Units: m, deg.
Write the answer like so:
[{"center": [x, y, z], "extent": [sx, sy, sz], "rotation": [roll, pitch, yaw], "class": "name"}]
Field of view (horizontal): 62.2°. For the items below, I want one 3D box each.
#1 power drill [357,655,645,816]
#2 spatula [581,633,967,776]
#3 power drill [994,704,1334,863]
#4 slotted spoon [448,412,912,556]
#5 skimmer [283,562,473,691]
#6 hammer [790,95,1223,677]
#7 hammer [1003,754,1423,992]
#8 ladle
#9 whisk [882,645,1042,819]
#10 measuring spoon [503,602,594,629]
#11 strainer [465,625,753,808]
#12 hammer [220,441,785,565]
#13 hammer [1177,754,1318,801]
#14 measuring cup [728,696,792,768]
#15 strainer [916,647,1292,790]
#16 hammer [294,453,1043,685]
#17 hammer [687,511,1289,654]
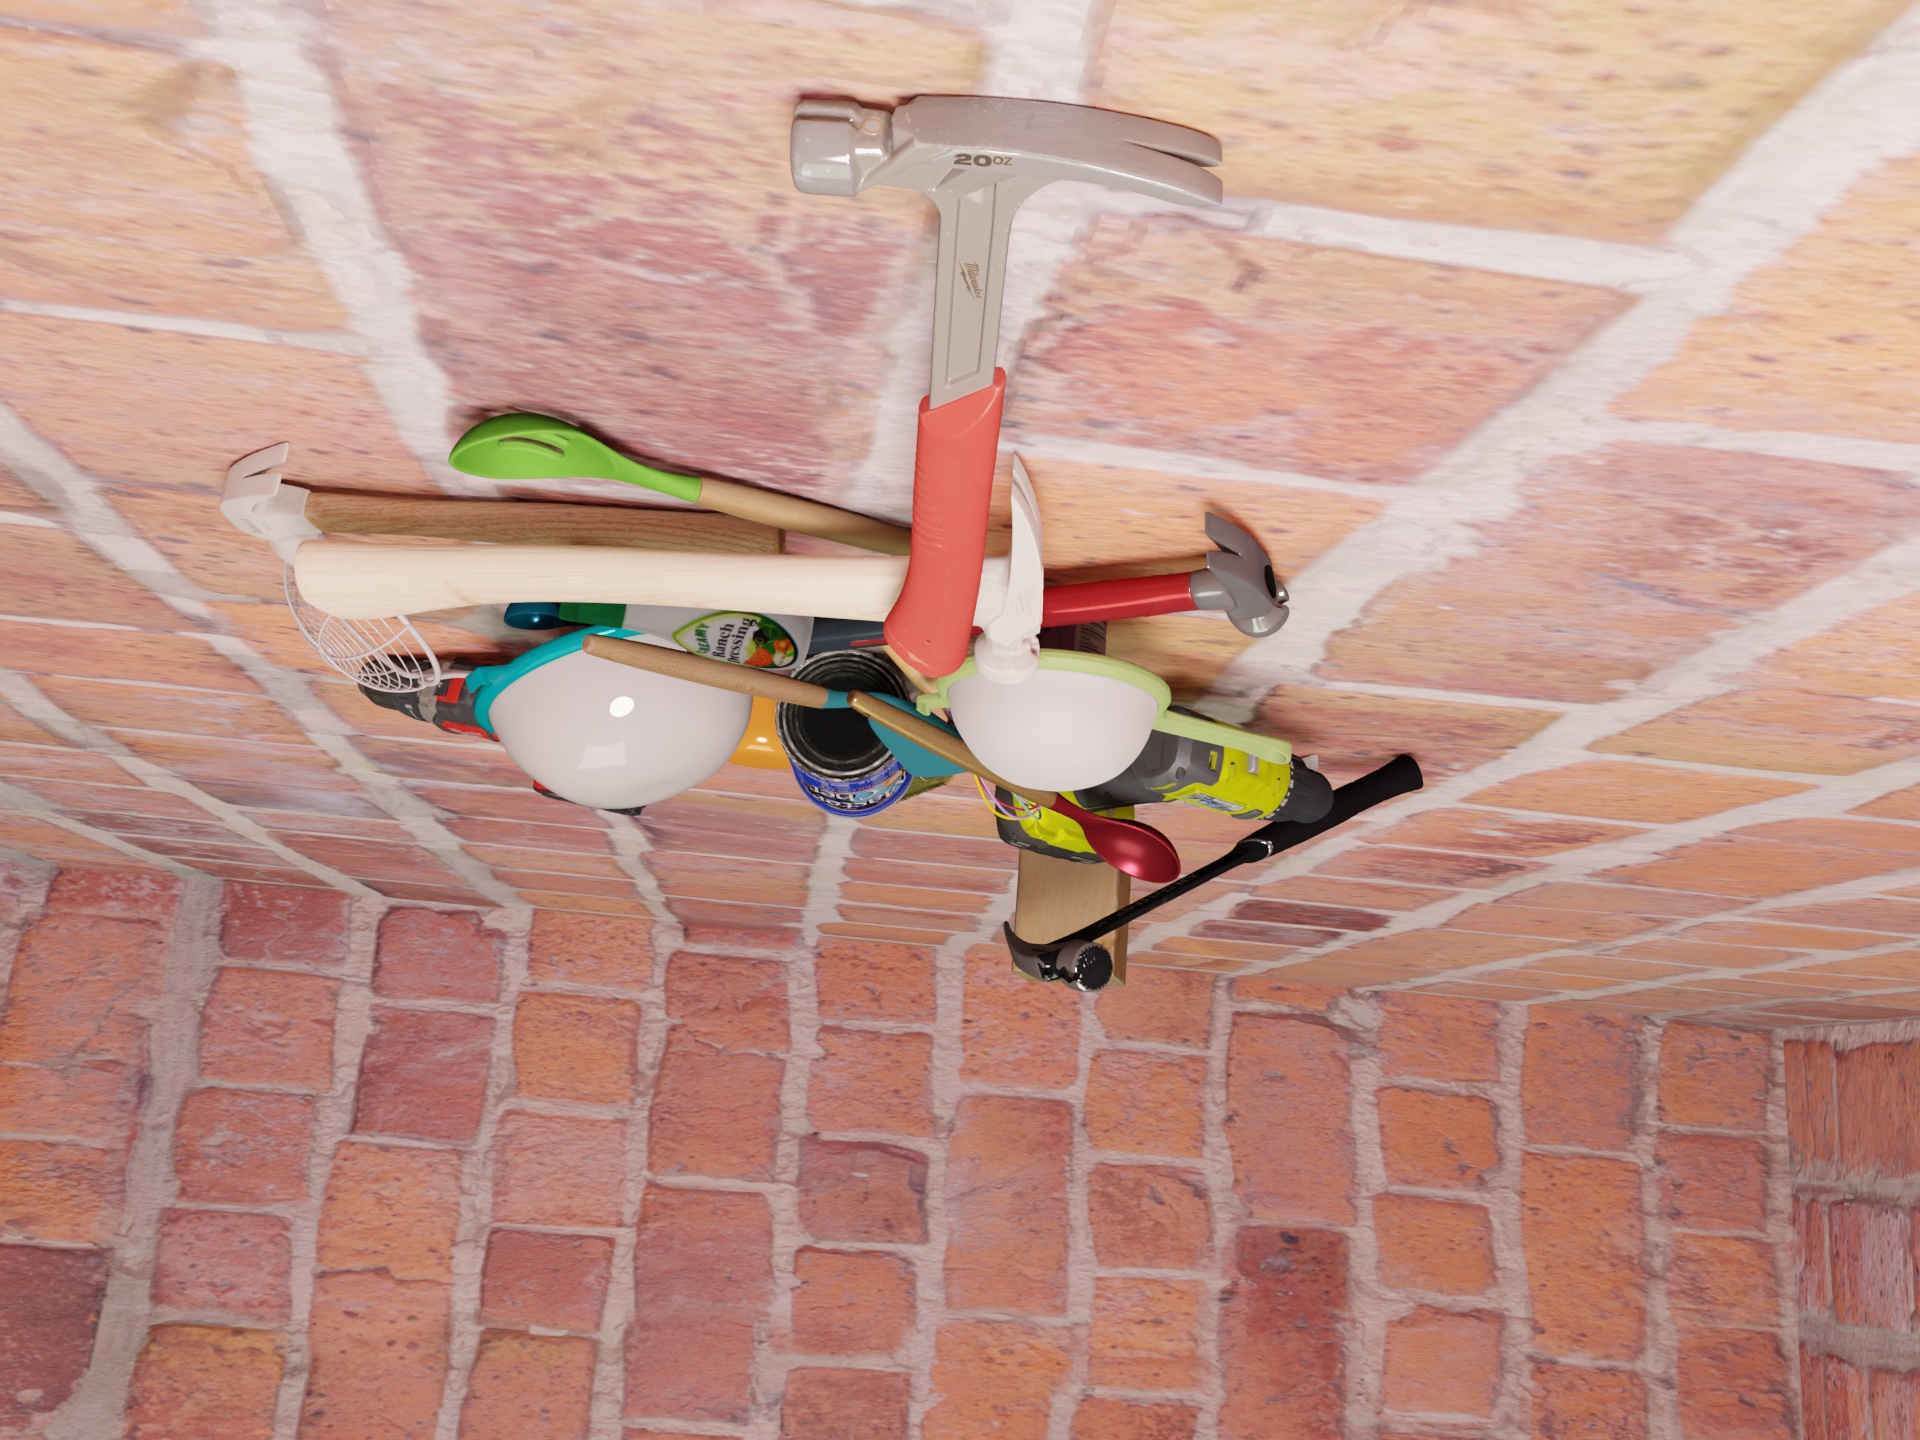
[{"center": [-0.377, 0.004, 1.345], "extent": [0.188, 0.080, 0.226], "rotation": [10, 166, 25], "class": "power drill"}, {"center": [-0.110, -0.010, 1.044], "extent": [0.082, 0.044, 0.317], "rotation": [-10, 163, 43], "class": "spatula"}, {"center": [0.156, 0.056, 1.238], "extent": [0.190, 0.080, 0.228], "rotation": [18, 157, -38], "class": "power drill"}, {"center": [-0.124, -0.122, 0.885], "extent": [0.313, 0.031, 0.070], "rotation": [11, 162, -30], "class": "slotted spoon"}, {"center": [-0.324, -0.059, 1.169], "extent": [0.127, 0.090, 0.363], "rotation": [22, -171, 34], "class": "skimmer"}, {"center": [0.008, -0.119, 0.694], "extent": [0.149, 0.037, 0.358], "rotation": [6, 153, 0], "class": "hammer"}, {"center": [0.215, 0.112, 1.267], "extent": [0.409, 0.036, 0.149], "rotation": [-23, -171, -26], "class": "hammer"}, {"center": [0.043, 0.047, 1.115], "extent": [0.315, 0.031, 0.069], "rotation": [28, 152, -34], "class": "ladle"}, {"center": [-0.003, -0.002, 1.127], "extent": [0.047, 0.051, 0.244], "rotation": [-22, 132, 23], "class": "whisk"}, {"center": [-0.256, -0.079, 1.123], "extent": [0.128, 0.021, 0.042], "rotation": [-2, 168, -13], "class": "measuring spoon"}, {"center": [-0.240, 0.029, 1.205], "extent": [0.211, 0.095, 0.340], "rotation": [-15, 163, -11], "class": "strainer"}, {"center": [-0.270, -0.118, 0.939], "extent": [0.331, 0.031, 0.130], "rotation": [4, 166, 3], "class": "hammer"}, {"center": [0.159, 0.006, 1.269], "extent": [0.144, 0.035, 0.405], "rotation": [-4, 163, 31], "class": "hammer"}, {"center": [-0.158, 0.023, 1.396], "extent": [0.095, 0.052, 0.173], "rotation": [0, 163, 18], "class": "measuring cup"}, {"center": [0.104, 0.019, 1.028], "extent": [0.256, 0.069, 0.151], "rotation": [13, 162, -22], "class": "strainer"}, {"center": [-0.160, -0.084, 0.867], "extent": [0.410, 0.038, 0.146], "rotation": [2, 141, 2], "class": "hammer"}, {"center": [-0.005, -0.067, 0.973], "extent": [0.386, 0.038, 0.143], "rotation": [-5, 167, 23], "class": "hammer"}]
